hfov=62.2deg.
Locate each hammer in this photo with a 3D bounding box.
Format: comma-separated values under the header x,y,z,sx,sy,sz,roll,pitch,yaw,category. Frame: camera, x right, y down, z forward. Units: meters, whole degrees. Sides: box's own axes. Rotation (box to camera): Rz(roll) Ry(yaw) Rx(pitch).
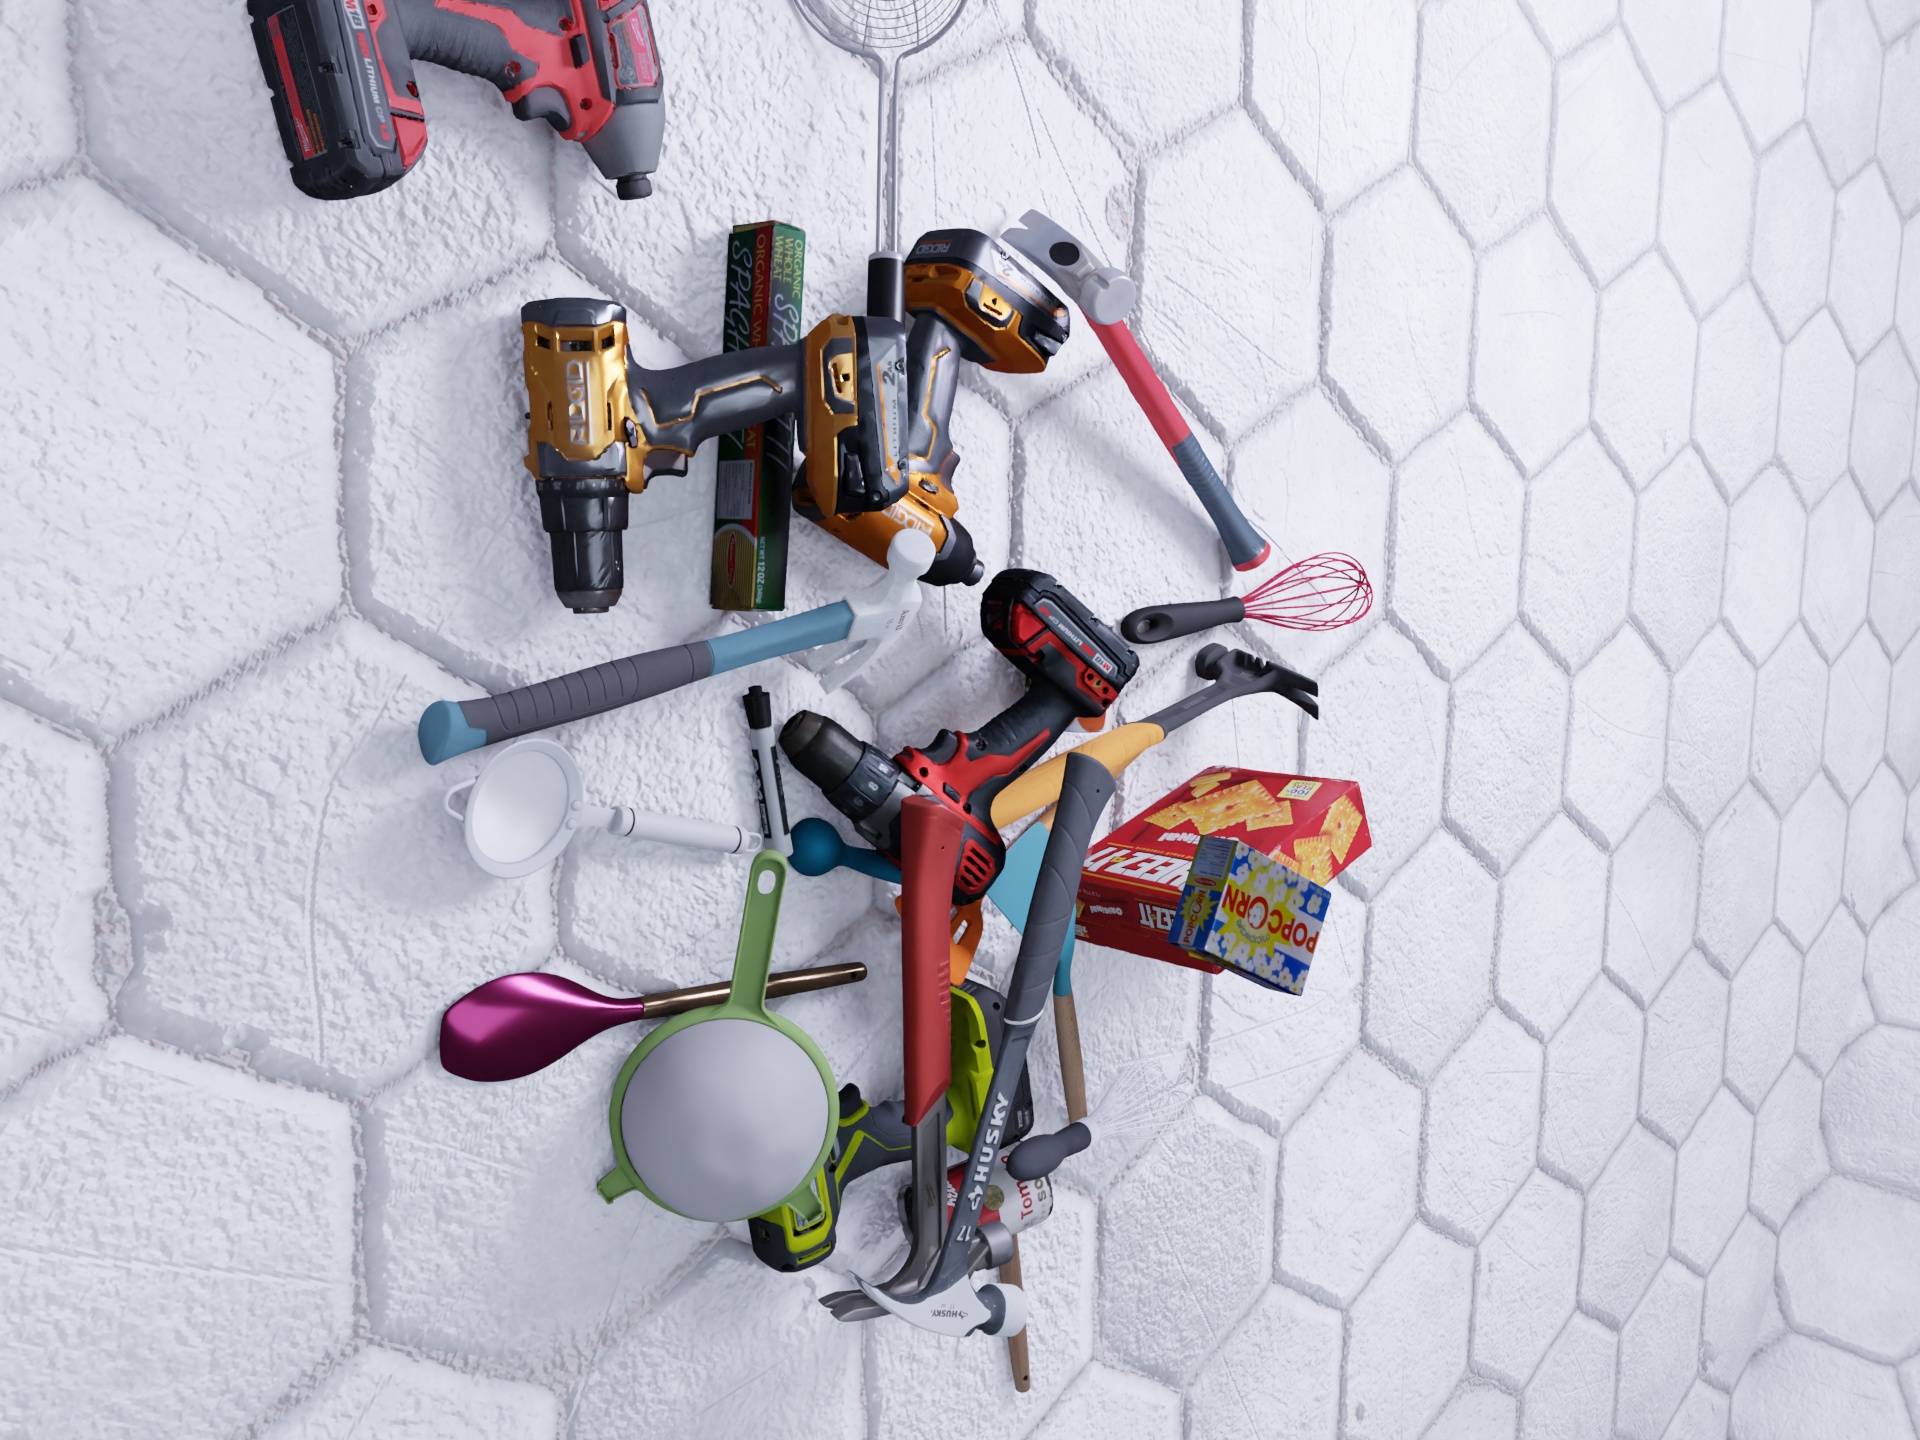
x,y,z,sx,sy,sz,roll,pitch,yaw,category
0.034,0.221,1.099,0.149,0.036,0.409,19,84,-38,hammer
0.135,0.022,1.272,0.337,0.127,0.034,-25,123,-30,hammer
-0.172,-0.036,0.995,0.331,0.128,0.033,-18,63,-28,hammer
-0.031,0.231,1.098,0.149,0.037,0.359,-7,102,-33,hammer
0.157,-0.246,1.271,0.038,0.143,0.385,-41,138,3,hammer

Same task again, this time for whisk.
x,y,z,sx,sy,sz,roll,pitch,yaw,category
0.255,-0.101,1.393,0.295,0.073,0.073,-12,104,-33,whisk
0.115,0.325,1.277,0.284,0.070,0.070,-2,98,-58,whisk

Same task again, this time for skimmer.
x,y,z,sx,sy,sz,roll,pitch,yaw,category
-0.053,-0.366,1.020,0.090,0.127,0.363,34,56,-82,skimmer

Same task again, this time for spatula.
x,y,z,sx,sy,sz,roll,pitch,yaw,category
0.068,0.087,1.260,0.322,0.041,0.081,-39,95,-33,spatula
0.038,0.404,1.293,0.059,0.018,0.316,-13,104,-29,spatula
0.075,0.227,1.262,0.082,0.044,0.317,-45,139,-39,spatula

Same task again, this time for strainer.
x,y,z,sx,sy,sz,roll,pitch,yaw,category
-0.141,0.213,1.019,0.151,0.069,0.256,10,98,-10,strainer
-0.223,0.063,1.002,0.258,0.050,0.087,16,92,-47,strainer

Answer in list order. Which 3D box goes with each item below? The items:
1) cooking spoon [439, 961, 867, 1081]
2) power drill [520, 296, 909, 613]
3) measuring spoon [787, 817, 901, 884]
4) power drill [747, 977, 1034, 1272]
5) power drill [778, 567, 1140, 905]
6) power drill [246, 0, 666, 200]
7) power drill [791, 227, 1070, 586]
x,y,z,sx,sy,sz,roll,pitch,yaw,category
-0.192,0.188,1.060,0.318,0.017,0.069,-3,99,-41,cooking spoon
-0.148,-0.160,0.966,0.226,0.084,0.185,-3,98,-13,power drill
-0.064,0.101,1.140,0.128,0.021,0.042,18,79,-28,measuring spoon
-0.060,0.274,1.150,0.223,0.080,0.171,-17,106,-35,power drill
-0.002,-0.004,1.133,0.187,0.080,0.227,40,82,-19,power drill
-0.262,-0.355,0.885,0.219,0.079,0.143,-25,112,-40,power drill
-0.009,-0.210,1.127,0.164,0.084,0.226,30,80,-40,power drill
